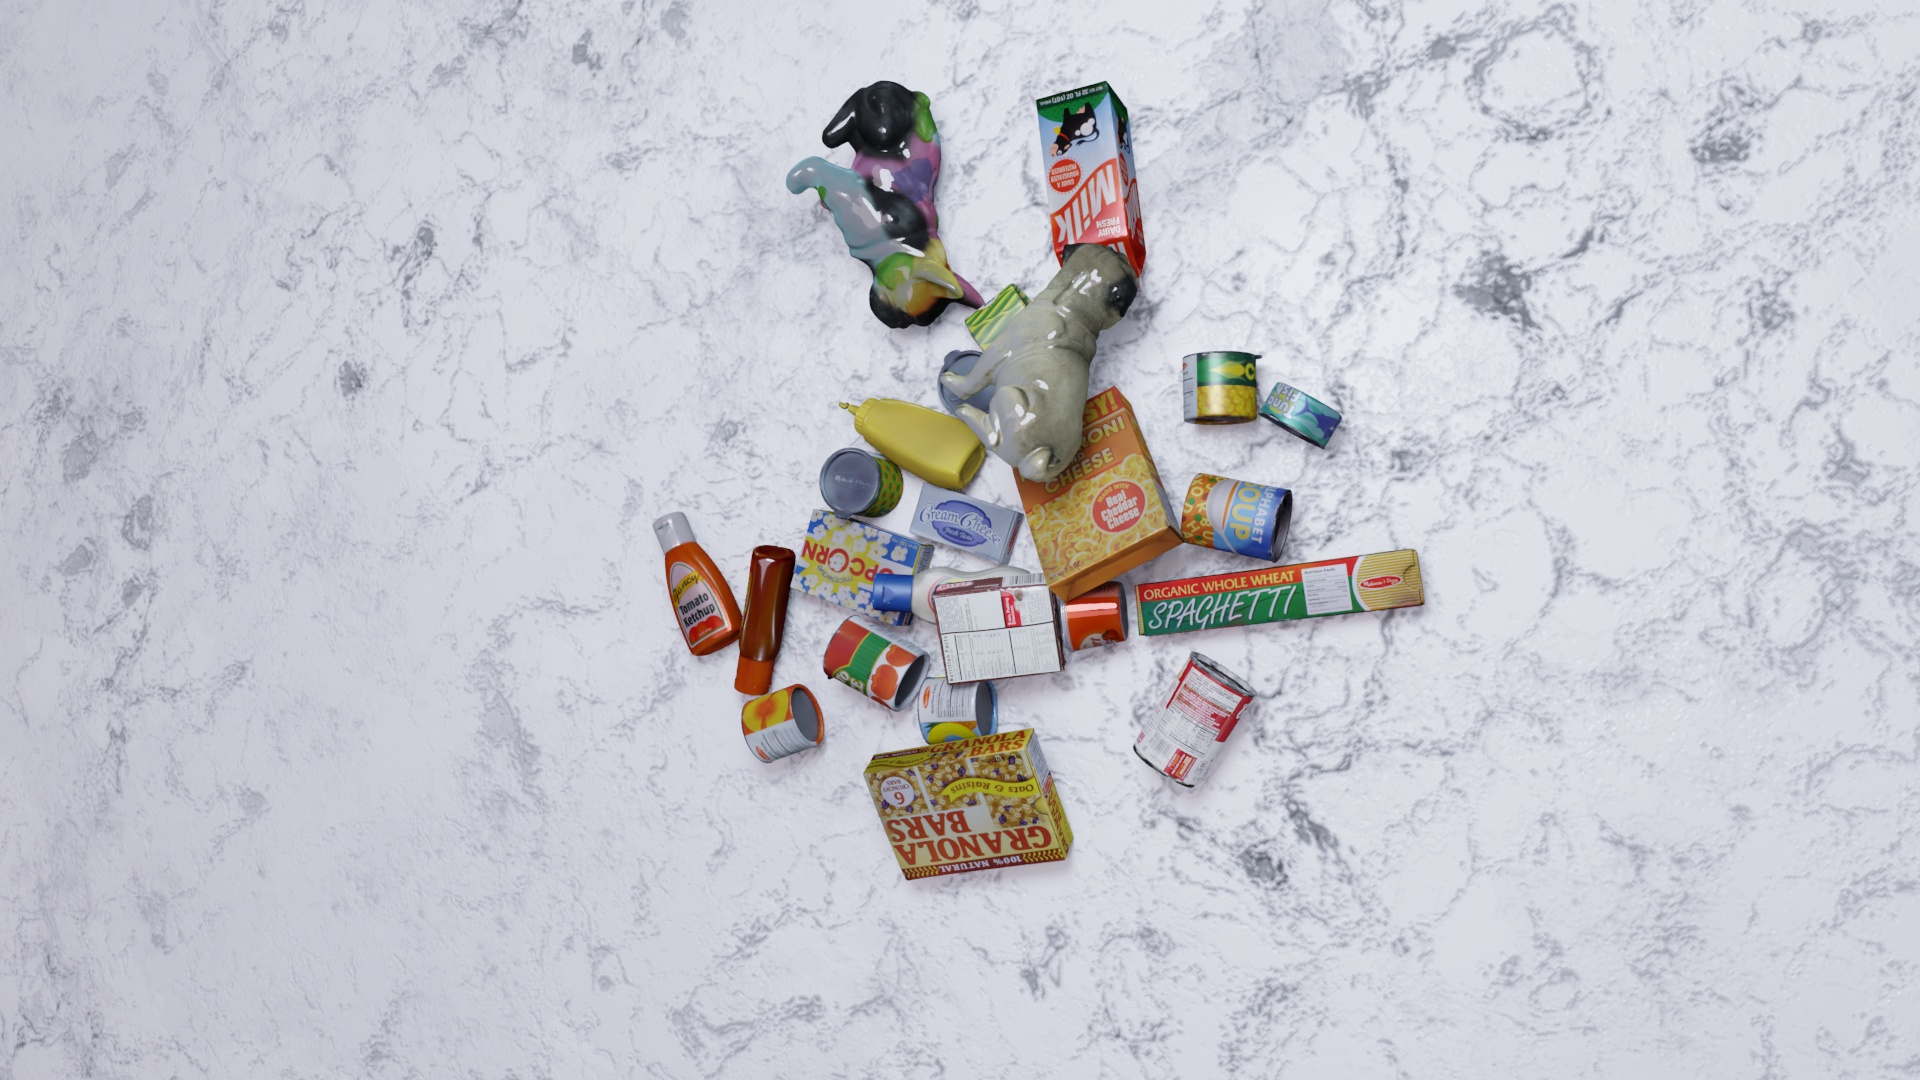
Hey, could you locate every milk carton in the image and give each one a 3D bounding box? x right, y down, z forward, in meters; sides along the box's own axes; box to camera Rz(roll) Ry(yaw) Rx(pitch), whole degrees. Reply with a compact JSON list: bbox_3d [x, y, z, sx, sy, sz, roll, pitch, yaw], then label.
[{"bbox_3d":[0.125,-0.319,1.297,0.072,0.073,0.190,-8,84,21],"label":"milk carton"}]

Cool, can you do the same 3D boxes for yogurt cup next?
[{"bbox_3d":[0.124,0.067,1.275,0.054,0.072,0.072,-6,84,13],"label":"yogurt cup"}]

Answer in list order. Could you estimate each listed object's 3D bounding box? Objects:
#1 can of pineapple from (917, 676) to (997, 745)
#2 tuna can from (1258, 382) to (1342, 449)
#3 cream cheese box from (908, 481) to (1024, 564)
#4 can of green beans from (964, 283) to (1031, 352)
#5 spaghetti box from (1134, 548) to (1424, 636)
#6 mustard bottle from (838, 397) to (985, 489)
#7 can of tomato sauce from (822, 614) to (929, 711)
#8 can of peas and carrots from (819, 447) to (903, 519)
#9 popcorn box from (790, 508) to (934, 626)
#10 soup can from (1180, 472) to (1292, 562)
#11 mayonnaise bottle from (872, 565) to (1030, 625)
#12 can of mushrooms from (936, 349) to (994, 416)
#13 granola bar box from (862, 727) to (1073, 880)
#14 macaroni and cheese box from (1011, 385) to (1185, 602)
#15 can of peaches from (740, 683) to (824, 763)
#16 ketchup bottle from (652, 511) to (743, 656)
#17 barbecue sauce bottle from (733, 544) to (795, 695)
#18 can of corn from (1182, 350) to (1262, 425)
[{"bbox_3d":[-0.001,0.161,1.318,0.058,0.071,0.071,-6,84,21],"label":"can of pineapple"},{"bbox_3d":[0.296,-0.110,1.215,0.071,0.071,0.033,32,97,21],"label":"tuna can"},{"bbox_3d":[0.005,-0.017,1.349,0.104,0.024,0.053,19,93,22],"label":"cream cheese box"},{"bbox_3d":[0.047,-0.203,1.323,0.057,0.071,0.071,-37,74,15],"label":"can of green beans"},{"bbox_3d":[0.279,0.048,1.232,0.250,0.029,0.050,-8,83,21],"label":"spaghetti box"},{"bbox_3d":[-0.053,-0.105,1.362,0.160,0.048,0.065,27,69,24],"label":"mustard bottle"},{"bbox_3d":[-0.082,0.121,1.351,0.083,0.071,0.071,26,96,21],"label":"can of tomato sauce"},{"bbox_3d":[-0.098,-0.054,1.374,0.071,0.059,0.071,-1,87,22],"label":"can of peas and carrots"},{"bbox_3d":[-0.098,0.026,1.379,0.127,0.038,0.085,18,94,22],"label":"popcorn box"},{"bbox_3d":[0.244,-0.022,1.228,0.084,0.071,0.071,13,91,22],"label":"soup can"},{"bbox_3d":[-0.008,0.053,1.317,0.148,0.041,0.064,3,93,3],"label":"mayonnaise bottle"},{"bbox_3d":[0.012,-0.152,1.351,0.071,0.033,0.071,-1,86,22],"label":"can of mushrooms"},{"bbox_3d":[0.007,0.248,1.294,0.165,0.039,0.124,-13,110,21],"label":"granola bar box"},{"bbox_3d":[0.119,-0.043,1.264,0.123,0.040,0.167,-28,53,17],"label":"macaroni and cheese box"},{"bbox_3d":[-0.177,0.180,1.386,0.058,0.071,0.071,-22,79,20],"label":"can of peaches"},{"bbox_3d":[-0.277,0.042,1.447,0.064,0.043,0.149,-30,75,18],"label":"ketchup bottle"},{"bbox_3d":[-0.200,0.082,1.406,0.044,0.065,0.148,11,100,0],"label":"barbecue sauce bottle"},{"bbox_3d":[0.235,-0.136,1.244,0.071,0.071,0.058,-1,87,22],"label":"can of corn"}]
